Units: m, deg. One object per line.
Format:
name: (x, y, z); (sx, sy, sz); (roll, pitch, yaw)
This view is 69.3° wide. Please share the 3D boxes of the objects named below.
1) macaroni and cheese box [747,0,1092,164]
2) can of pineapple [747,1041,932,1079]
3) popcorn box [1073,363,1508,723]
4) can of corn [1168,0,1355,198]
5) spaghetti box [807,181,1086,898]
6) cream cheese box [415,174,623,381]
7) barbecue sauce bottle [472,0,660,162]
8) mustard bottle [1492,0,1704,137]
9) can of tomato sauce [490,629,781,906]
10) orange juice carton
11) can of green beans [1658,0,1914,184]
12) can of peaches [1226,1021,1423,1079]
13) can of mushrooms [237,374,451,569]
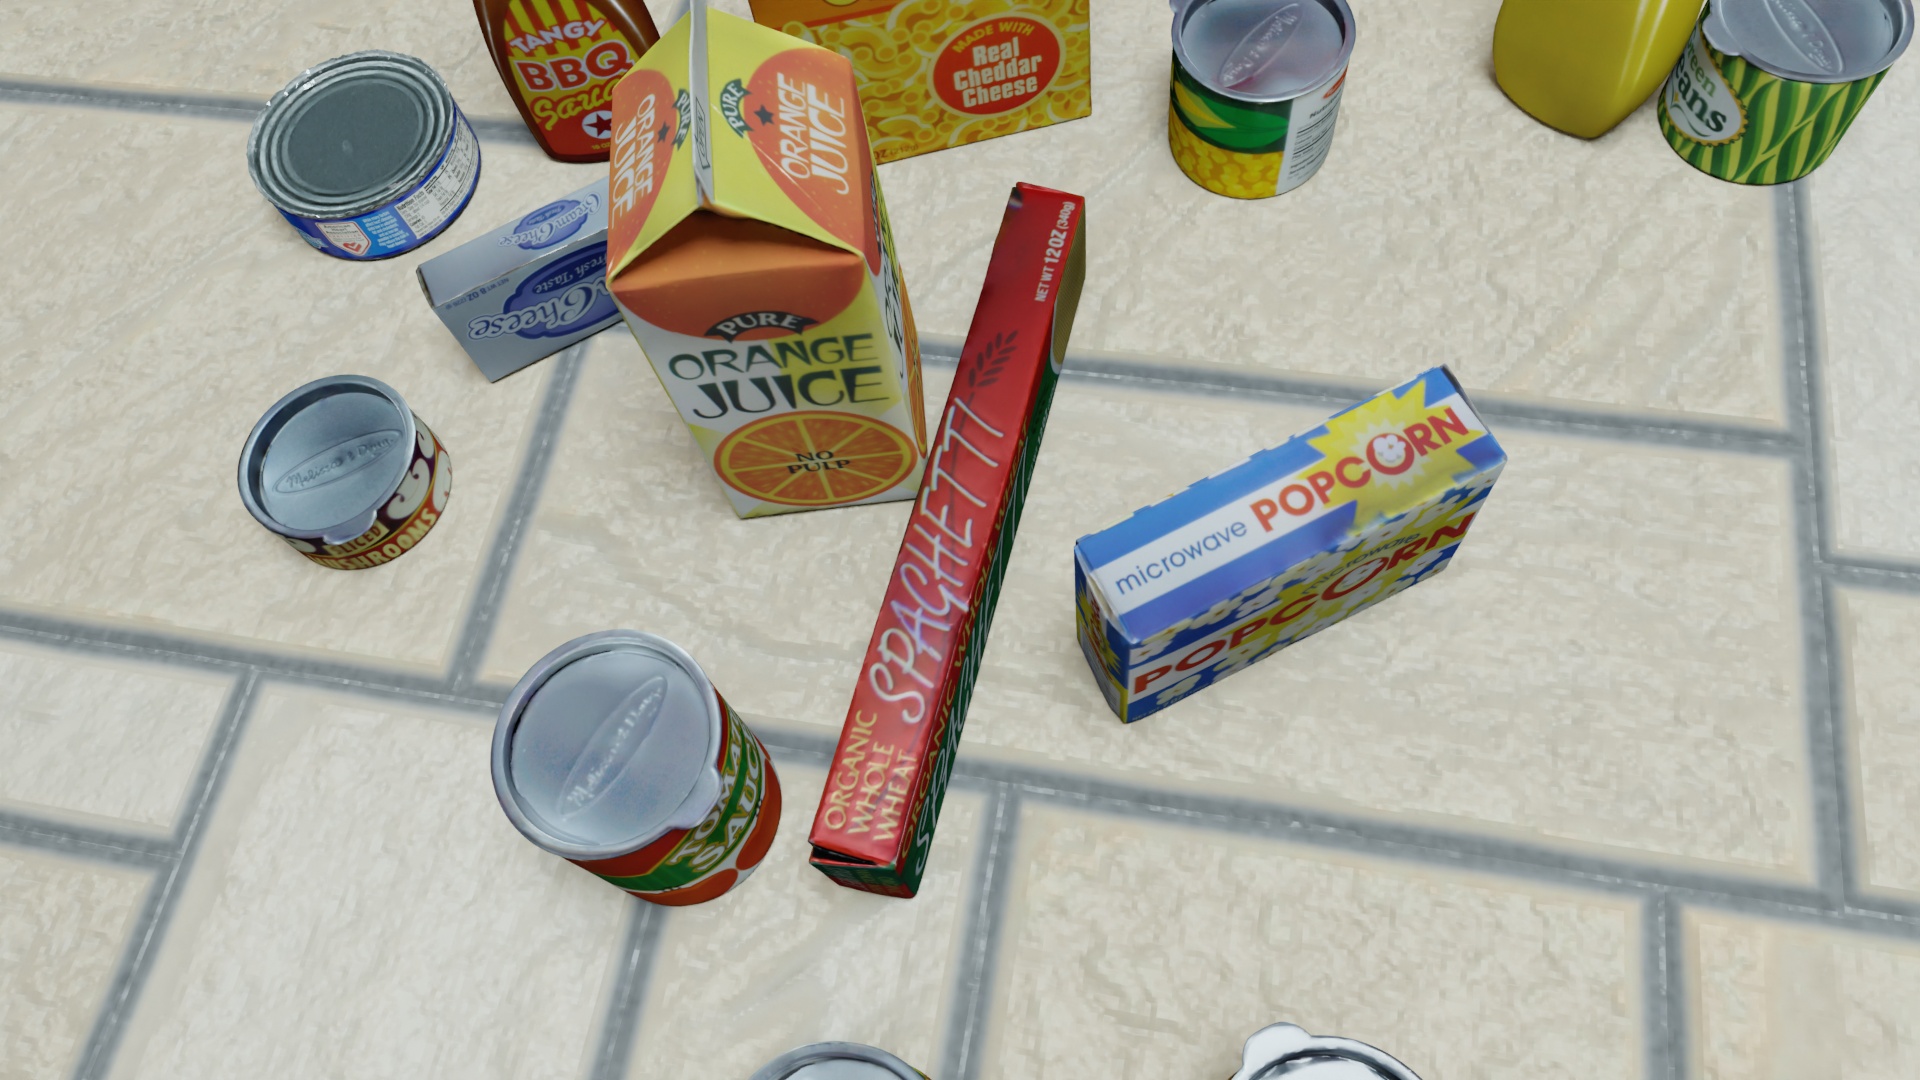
macaroni and cheese box: (-0.016, -0.210, 0.502); (0.124, 0.165, 0.040); (-13, 65, 0)
can of pineapple: (-0.029, 0.176, 0.385); (0.071, 0.057, 0.071); (-2, 65, 5)
popcorn box: (0.098, 0.005, 0.435); (0.127, 0.085, 0.038); (-26, 66, -6)
can of corn: (0.111, -0.176, 0.532); (0.071, 0.058, 0.071); (-2, 65, 5)
spaghetti box: (0.002, -0.006, 0.470); (0.029, 0.050, 0.251); (12, 67, 11)
cream cheese box: (-0.146, -0.104, 0.529); (0.104, 0.053, 0.024); (-28, 66, -7)
barbecue sauce bottle: (-0.156, -0.208, 0.526); (0.065, 0.148, 0.044); (-14, 65, 0)
mustard bottle: (0.232, -0.211, 0.479); (0.049, 0.159, 0.065); (-43, 68, -13)
can of tomato sauce: (-0.093, 0.073, 0.425); (0.071, 0.082, 0.071); (-2, 65, 5)
orange juice carton: (-0.058, -0.081, 0.432); (0.073, 0.192, 0.072); (-6, 65, 3)
can of green beans: (0.301, -0.174, 0.511); (0.071, 0.057, 0.071); (-2, 65, 5)
can of peaches: (0.096, 0.168, 0.375); (0.071, 0.058, 0.071); (-2, 65, 5)
can of mushrooms: (-0.225, -0.023, 0.511); (0.071, 0.033, 0.071); (-2, 65, 5)
